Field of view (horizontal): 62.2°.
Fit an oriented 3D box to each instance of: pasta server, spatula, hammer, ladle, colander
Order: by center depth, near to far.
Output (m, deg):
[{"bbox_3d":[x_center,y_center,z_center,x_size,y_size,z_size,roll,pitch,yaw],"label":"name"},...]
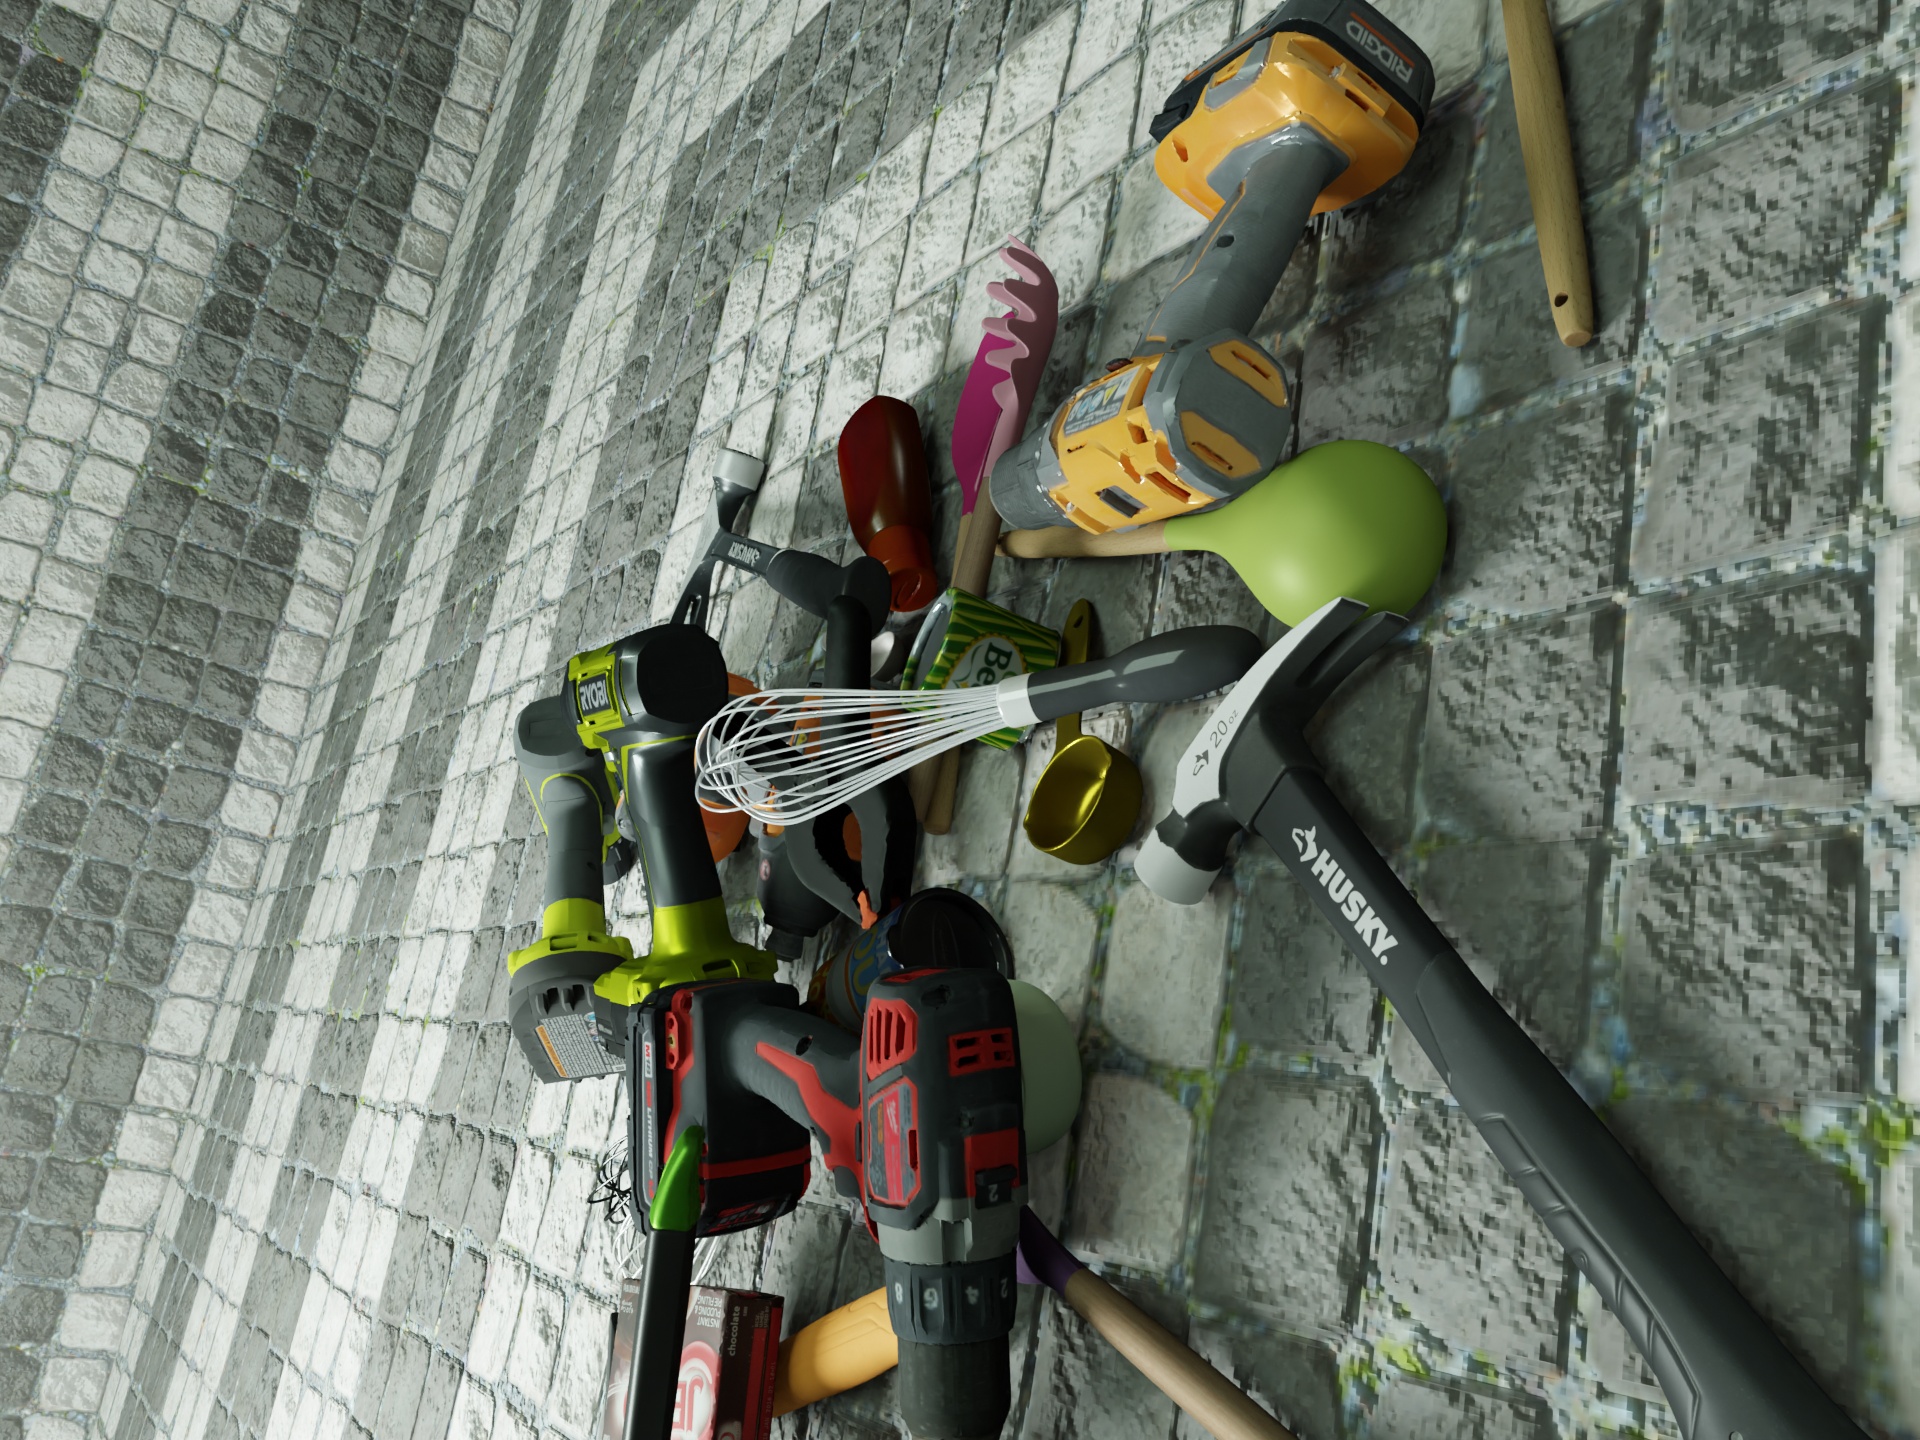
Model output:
[{"bbox_3d":[0.161,0.092,0.507,0.146,0.035,0.335,-62,32,24],"label":"hammer"},{"bbox_3d":[0.060,0.226,0.592,0.316,0.018,0.059,21,120,54],"label":"spatula"},{"bbox_3d":[0.226,-0.279,0.637,0.069,0.031,0.316,-30,50,49],"label":"ladle"},{"bbox_3d":[-0.100,0.369,0.650,0.204,0.094,0.397,178,99,-84],"label":"colander"},{"bbox_3d":[0.096,-0.081,0.726,0.320,0.062,0.078,11,84,66],"label":"ladle"},{"bbox_3d":[-0.093,0.321,0.789,0.337,0.034,0.127,-40,43,40],"label":"hammer"},{"bbox_3d":[0.005,-0.103,0.841,0.060,0.040,0.316,152,133,-78],"label":"pasta server"},{"bbox_3d":[-0.123,-0.097,1.035,0.409,0.036,0.149,29,100,66],"label":"hammer"}]

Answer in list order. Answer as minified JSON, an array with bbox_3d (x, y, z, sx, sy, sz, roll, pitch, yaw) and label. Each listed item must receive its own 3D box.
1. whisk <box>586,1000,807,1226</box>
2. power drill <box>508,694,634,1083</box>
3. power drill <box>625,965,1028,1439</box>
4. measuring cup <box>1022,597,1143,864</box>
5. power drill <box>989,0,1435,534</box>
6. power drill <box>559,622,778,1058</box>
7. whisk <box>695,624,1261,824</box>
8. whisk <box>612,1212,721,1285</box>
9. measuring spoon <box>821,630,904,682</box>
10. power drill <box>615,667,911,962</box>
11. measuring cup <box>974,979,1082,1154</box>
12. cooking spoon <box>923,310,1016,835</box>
[{"bbox_3d":[-0.143,0.225,0.915,0.239,0.055,0.055,-45,38,30],"label":"whisk"},{"bbox_3d":[-0.253,0.122,1.076,0.190,0.080,0.229,90,171,-54],"label":"power drill"},{"bbox_3d":[-0.055,0.197,0.678,0.227,0.080,0.188,-8,83,50],"label":"power drill"},{"bbox_3d":[0.062,0.002,0.746,0.062,0.029,0.157,-41,30,38],"label":"measuring cup"},{"bbox_3d":[0.097,-0.182,0.694,0.185,0.084,0.226,-7,56,65],"label":"power drill"},{"bbox_3d":[-0.168,0.067,0.874,0.171,0.080,0.223,-9,90,60],"label":"power drill"},{"bbox_3d":[-0.001,-0.003,0.723,0.284,0.070,0.070,-13,58,24],"label":"whisk"},{"bbox_3d":[-0.120,0.242,0.875,0.059,0.057,0.246,48,116,18],"label":"whisk"},{"bbox_3d":[-0.060,-0.042,0.971,0.034,0.018,0.124,-57,24,-3],"label":"measuring spoon"},{"bbox_3d":[-0.123,0.048,0.954,0.227,0.084,0.164,7,78,55],"label":"power drill"},{"bbox_3d":[0.008,0.182,0.713,0.083,0.038,0.167,58,141,36],"label":"measuring cup"},{"bbox_3d":[0.005,-0.089,0.886,0.069,0.017,0.319,-29,49,56],"label":"cooking spoon"}]
